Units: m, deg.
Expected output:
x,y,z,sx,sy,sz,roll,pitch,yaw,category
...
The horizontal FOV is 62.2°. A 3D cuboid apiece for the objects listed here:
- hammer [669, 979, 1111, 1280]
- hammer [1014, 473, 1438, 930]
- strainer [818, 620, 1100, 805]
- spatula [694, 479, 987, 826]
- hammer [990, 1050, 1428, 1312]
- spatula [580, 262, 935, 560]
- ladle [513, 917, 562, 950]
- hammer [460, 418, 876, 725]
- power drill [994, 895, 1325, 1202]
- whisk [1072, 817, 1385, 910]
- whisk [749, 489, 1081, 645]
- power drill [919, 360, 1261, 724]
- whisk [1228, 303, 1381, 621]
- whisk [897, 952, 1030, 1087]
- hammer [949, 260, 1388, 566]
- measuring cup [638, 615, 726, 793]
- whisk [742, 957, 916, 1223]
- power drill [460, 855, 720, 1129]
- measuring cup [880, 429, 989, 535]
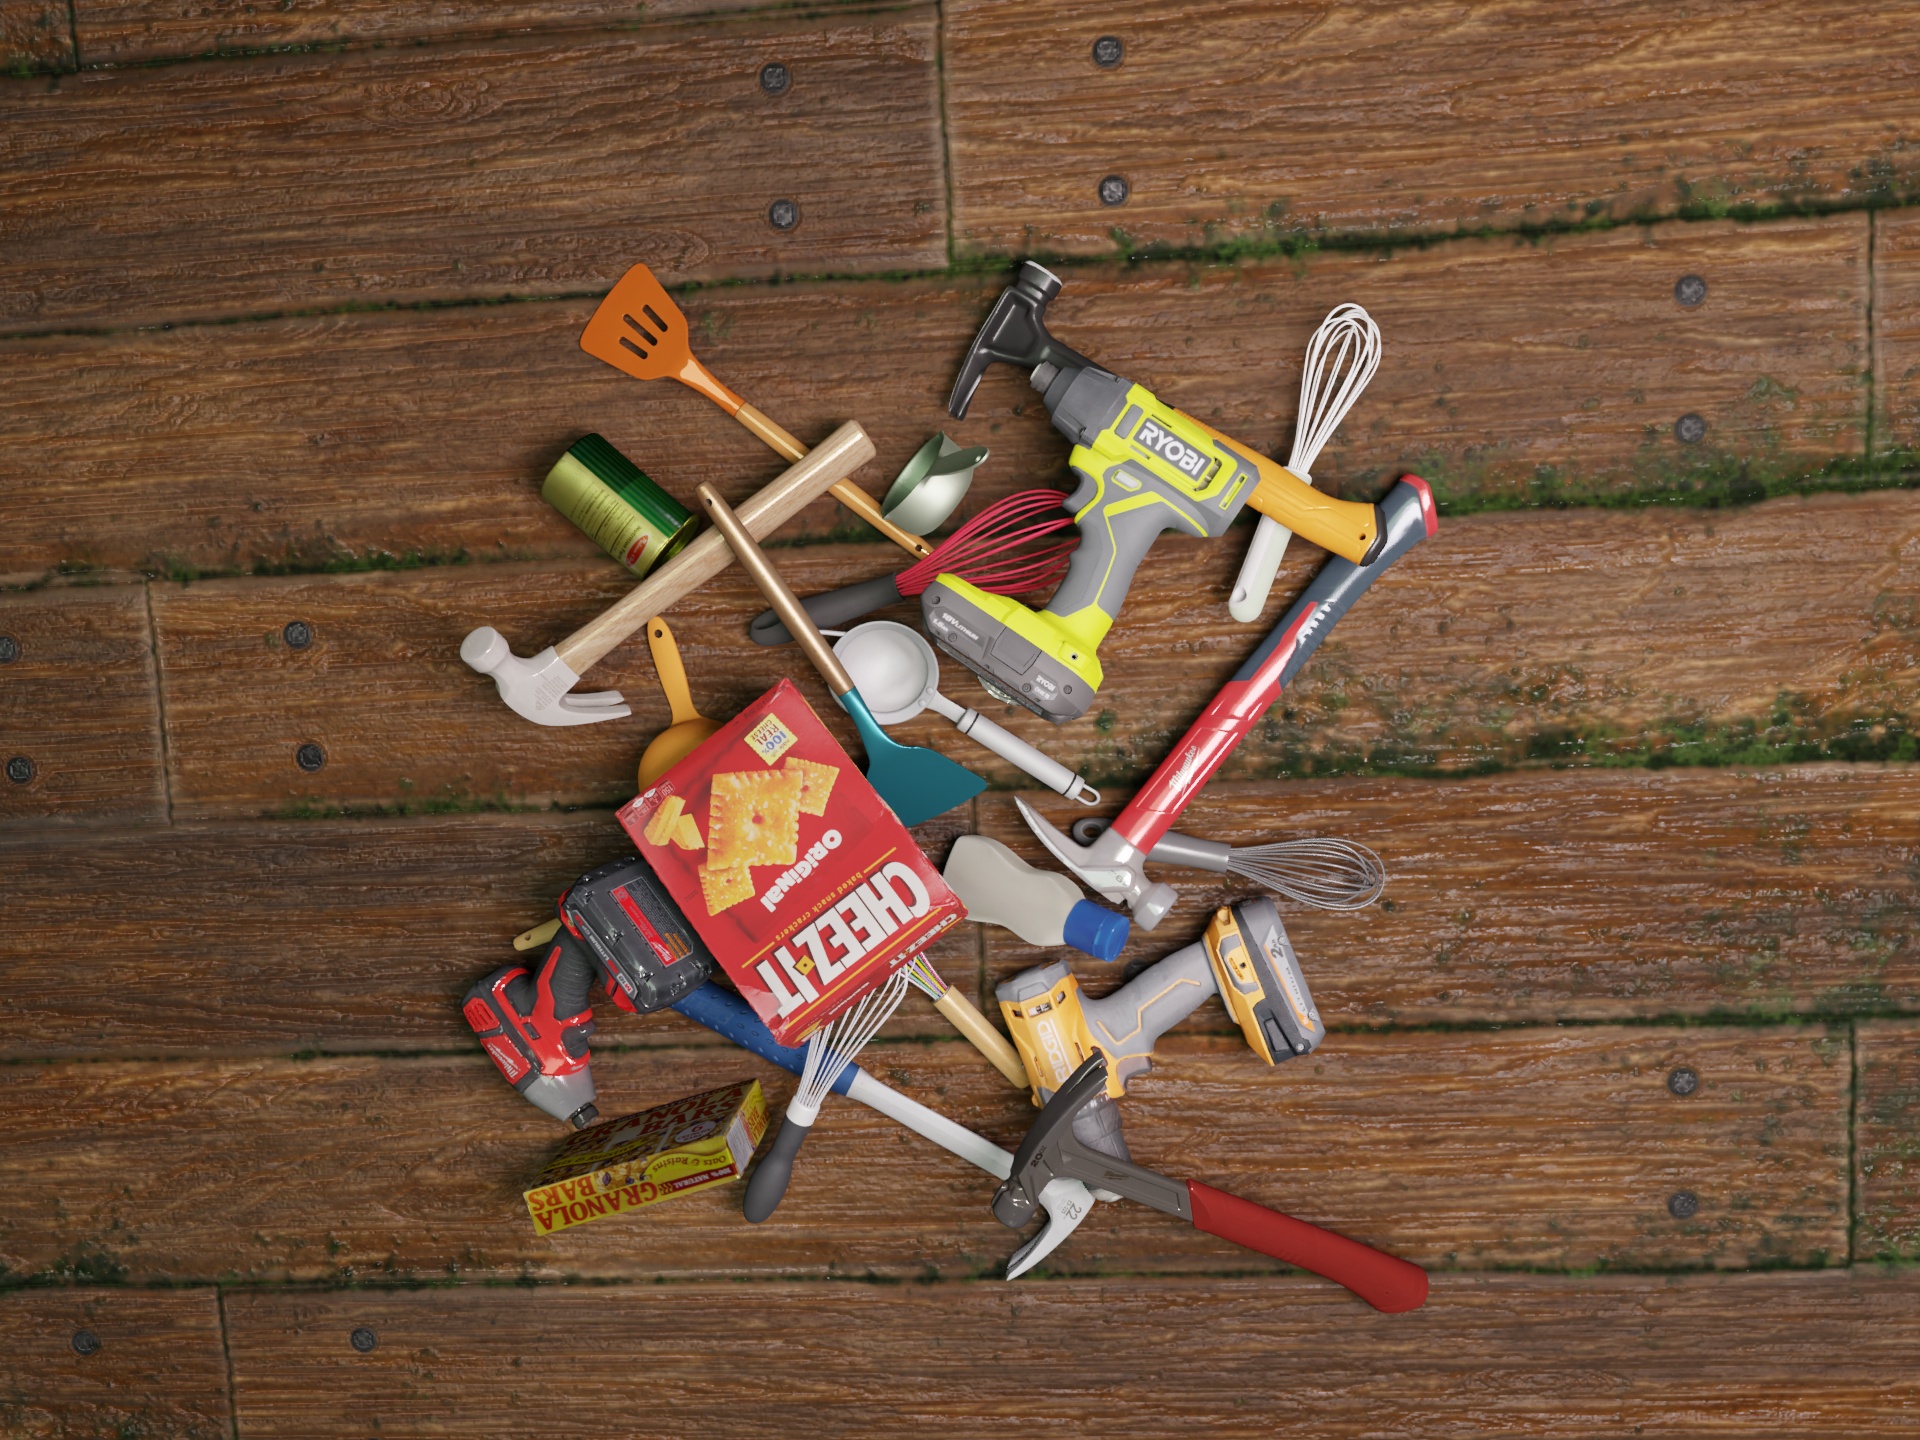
x,y,z,sx,sy,sz,roll,pitch,yaw,category
-0.079,0.299,1.270,0.405,0.035,0.144,28,98,1,hammer
0.208,-0.035,1.188,0.143,0.038,0.386,39,92,8,hammer
-0.002,-0.004,1.226,0.258,0.050,0.087,32,113,-6,strainer
-0.099,-0.047,1.184,0.082,0.044,0.317,-28,107,22,spatula
0.209,0.367,1.194,0.359,0.037,0.149,25,110,-18,hammer
-0.148,-0.224,1.220,0.322,0.041,0.081,38,98,-5,spatula
-0.217,0.123,1.263,0.315,0.031,0.069,-22,64,10,ladle
-0.201,-0.111,1.184,0.331,0.129,0.031,-37,49,-1,hammer
0.159,0.249,1.210,0.226,0.084,0.185,-22,85,6,power drill
0.204,0.102,1.220,0.239,0.055,0.055,10,98,8,whisk
-0.028,-0.107,1.196,0.296,0.073,0.073,-17,95,17,whisk
0.075,-0.126,1.093,0.171,0.080,0.223,34,86,4,power drill
0.248,-0.188,1.162,0.059,0.058,0.246,22,89,-37,whisk
-0.031,0.201,1.257,0.245,0.051,0.047,46,119,-6,whisk
0.153,-0.201,1.151,0.337,0.034,0.127,33,98,15,hammer
-0.219,0.004,1.236,0.095,0.052,0.173,-15,97,6,measuring cup
-0.108,0.274,1.223,0.070,0.070,0.284,25,106,1,whisk
-0.288,0.215,1.220,0.143,0.078,0.219,52,123,9,power drill
-0.005,-0.172,1.147,0.038,0.168,0.083,36,78,-20,measuring cup
